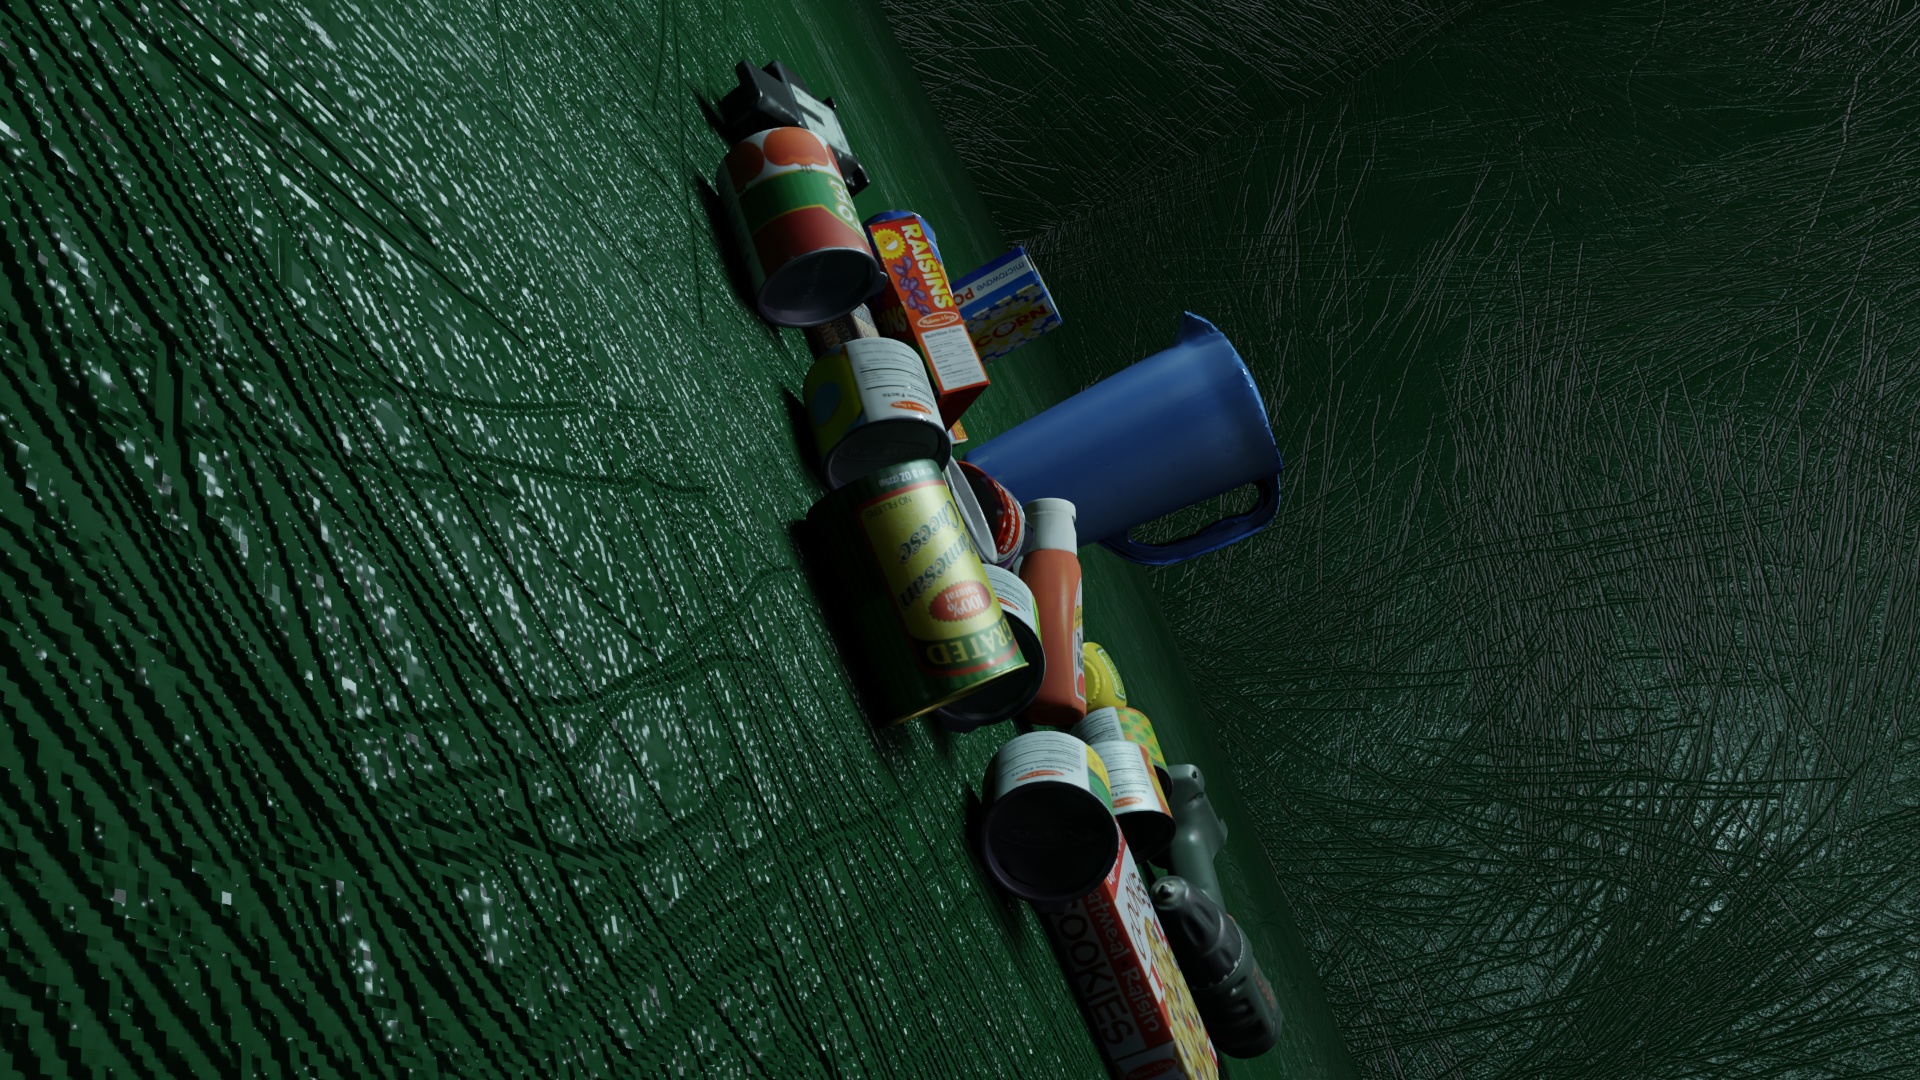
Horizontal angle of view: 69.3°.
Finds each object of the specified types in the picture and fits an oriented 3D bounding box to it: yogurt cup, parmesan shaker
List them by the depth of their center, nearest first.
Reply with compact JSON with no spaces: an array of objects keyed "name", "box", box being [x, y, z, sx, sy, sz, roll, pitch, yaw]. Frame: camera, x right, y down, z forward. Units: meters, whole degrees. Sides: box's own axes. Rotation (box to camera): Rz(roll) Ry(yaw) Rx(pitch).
[{"name":"parmesan shaker","box":[-0.023,0.023,0.620,0.103,0.071,0.071,66,9,8]},{"name":"yogurt cup","box":[-0.018,-0.007,0.747,0.072,0.054,0.072,62,10,-19]}]

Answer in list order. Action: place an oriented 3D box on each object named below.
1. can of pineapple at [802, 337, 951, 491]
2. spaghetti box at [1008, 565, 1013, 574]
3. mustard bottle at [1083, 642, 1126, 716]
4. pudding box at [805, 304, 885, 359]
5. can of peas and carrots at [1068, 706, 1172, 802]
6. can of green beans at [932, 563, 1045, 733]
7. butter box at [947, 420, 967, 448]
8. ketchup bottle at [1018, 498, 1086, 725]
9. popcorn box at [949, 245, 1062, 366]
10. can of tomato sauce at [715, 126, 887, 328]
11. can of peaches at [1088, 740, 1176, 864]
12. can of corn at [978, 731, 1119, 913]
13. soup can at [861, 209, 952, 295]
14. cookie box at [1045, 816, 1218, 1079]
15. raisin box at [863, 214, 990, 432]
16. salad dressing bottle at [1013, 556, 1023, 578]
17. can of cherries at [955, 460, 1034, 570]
[{"name":"can of pineapple","box":[-0.044,-0.060,0.708,0.070,0.071,0.058,53,16,-54]},{"name":"spaghetti box","box":[0.015,0.022,0.929,0.050,0.028,0.251,62,10,-18]},{"name":"mustard bottle","box":[0.094,0.112,1.073,0.065,0.049,0.160,65,9,10]},{"name":"pudding box","box":[-0.067,-0.121,0.841,0.050,0.030,0.083,67,9,14]},{"name":"can of peas and carrots","box":[0.115,0.164,1.005,0.070,0.071,0.059,58,11,-37]},{"name":"can of green beans","box":[0.008,0.052,0.705,0.071,0.071,0.058,62,9,-18]},{"name":"butter box","box":[-0.021,-0.092,1.034,0.053,0.024,0.103,66,10,-2]},{"name":"ketchup bottle","box":[0.060,0.046,0.934,0.064,0.043,0.149,71,17,-69]},{"name":"popcorn box","box":[0.012,-0.176,1.116,0.038,0.126,0.085,66,8,20]},{"name":"can of tomato sauce","box":[-0.085,-0.165,0.732,0.083,0.071,0.071,69,10,22]},{"name":"can of peaches","box":[0.100,0.174,0.907,0.071,0.071,0.058,56,13,-45]},{"name":"can of corn","box":[0.043,0.137,0.684,0.071,0.071,0.058,63,9,-14]},{"name":"soup can","box":[-0.047,-0.201,1.052,0.071,0.071,0.084,56,13,-44]},{"name":"cookie box","box":[0.094,0.241,0.778,0.123,0.040,0.167,-10,77,-80]},{"name":"raisin box","box":[-0.034,-0.133,0.898,0.123,0.040,0.085,67,-27,12]},{"name":"salad dressing bottle","box":[0.055,0.048,1.039,0.148,0.044,0.064,-68,134,-77]},{"name":"can of cherries","box":[0.003,-0.010,0.817,0.071,0.071,0.058,68,10,15]}]
